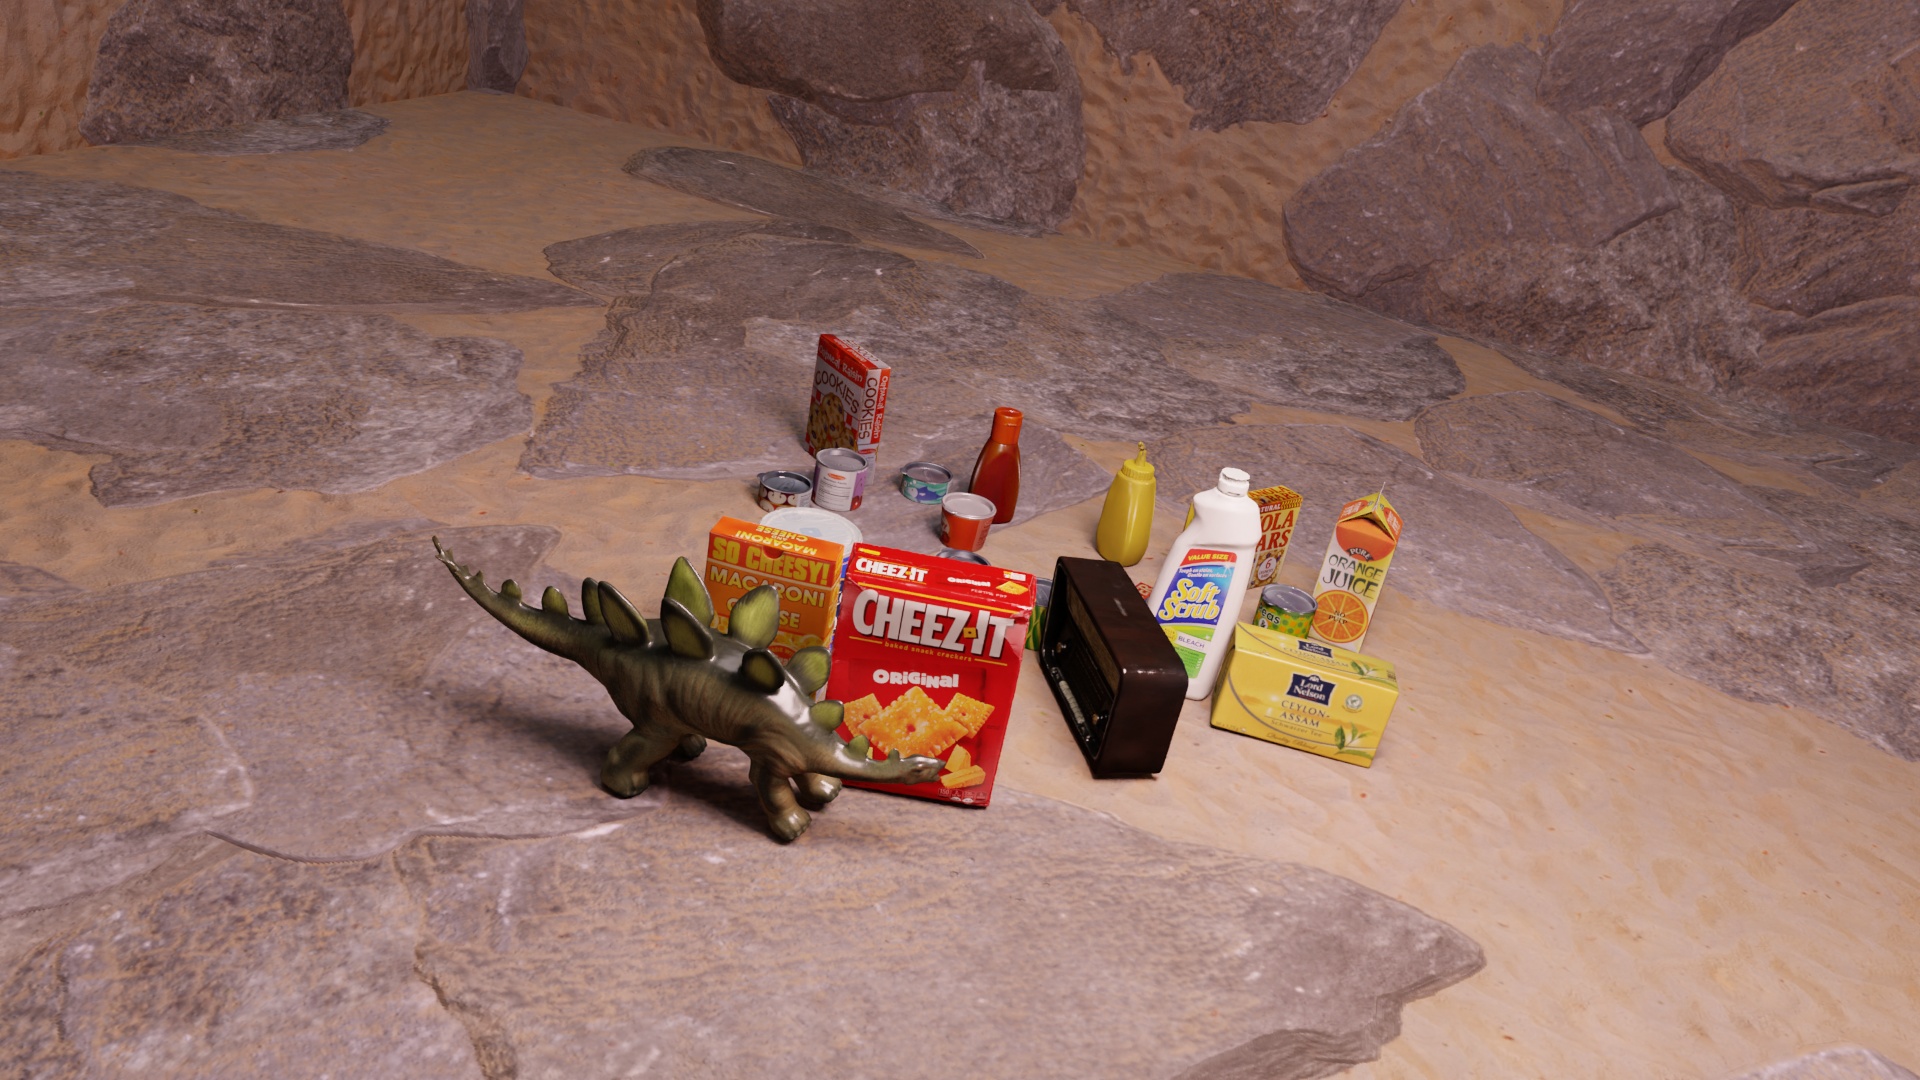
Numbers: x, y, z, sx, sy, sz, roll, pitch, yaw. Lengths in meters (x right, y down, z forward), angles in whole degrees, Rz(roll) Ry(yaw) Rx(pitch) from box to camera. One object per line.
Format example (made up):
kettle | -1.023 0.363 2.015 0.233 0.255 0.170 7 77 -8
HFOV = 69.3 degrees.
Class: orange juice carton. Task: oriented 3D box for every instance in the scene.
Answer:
orange juice carton | 0.466 0.027 1.633 0.073 0.191 0.072 19 27 17

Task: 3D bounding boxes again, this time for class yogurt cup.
yogurt cup | 0.006 -0.021 1.708 0.072 0.053 0.073 9 26 -4

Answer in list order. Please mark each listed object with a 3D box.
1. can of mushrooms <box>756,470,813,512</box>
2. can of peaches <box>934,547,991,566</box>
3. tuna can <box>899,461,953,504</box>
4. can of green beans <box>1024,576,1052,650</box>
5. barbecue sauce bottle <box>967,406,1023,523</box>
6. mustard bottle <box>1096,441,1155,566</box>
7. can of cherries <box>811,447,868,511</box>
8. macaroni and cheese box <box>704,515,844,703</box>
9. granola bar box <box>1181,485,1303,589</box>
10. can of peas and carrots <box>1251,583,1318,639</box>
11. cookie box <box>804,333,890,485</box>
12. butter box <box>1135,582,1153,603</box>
can of mushrooms | -0.219 -0.060 1.719 0.071 0.033 0.071 9 26 -4
can of peaches | -0.003 0.049 1.557 0.071 0.057 0.071 9 26 -4
tuna can | -0.047 -0.076 1.820 0.071 0.032 0.071 9 26 -4
can of green beans | 0.086 0.081 1.528 0.071 0.057 0.071 9 26 -4
barbecue sauce bottle | 0.048 -0.095 1.765 0.065 0.147 0.044 3 27 -17
mustard bottle | 0.212 -0.048 1.722 0.049 0.159 0.065 -10 32 -36
can of cherries | -0.152 -0.077 1.753 0.071 0.058 0.072 9 26 -4
macaroni and cheese box | -0.183 0.071 1.319 0.124 0.165 0.040 13 26 4
granola bar box | 0.338 0.003 1.709 0.166 0.123 0.039 -10 33 -36
can of peas and carrots | 0.375 0.092 1.619 0.071 0.058 0.071 9 26 -4
cookie box | -0.151 -0.172 1.820 0.040 0.166 0.123 -9 32 -35
butter box | 0.182 0.088 1.558 0.024 0.053 0.104 25 29 27
